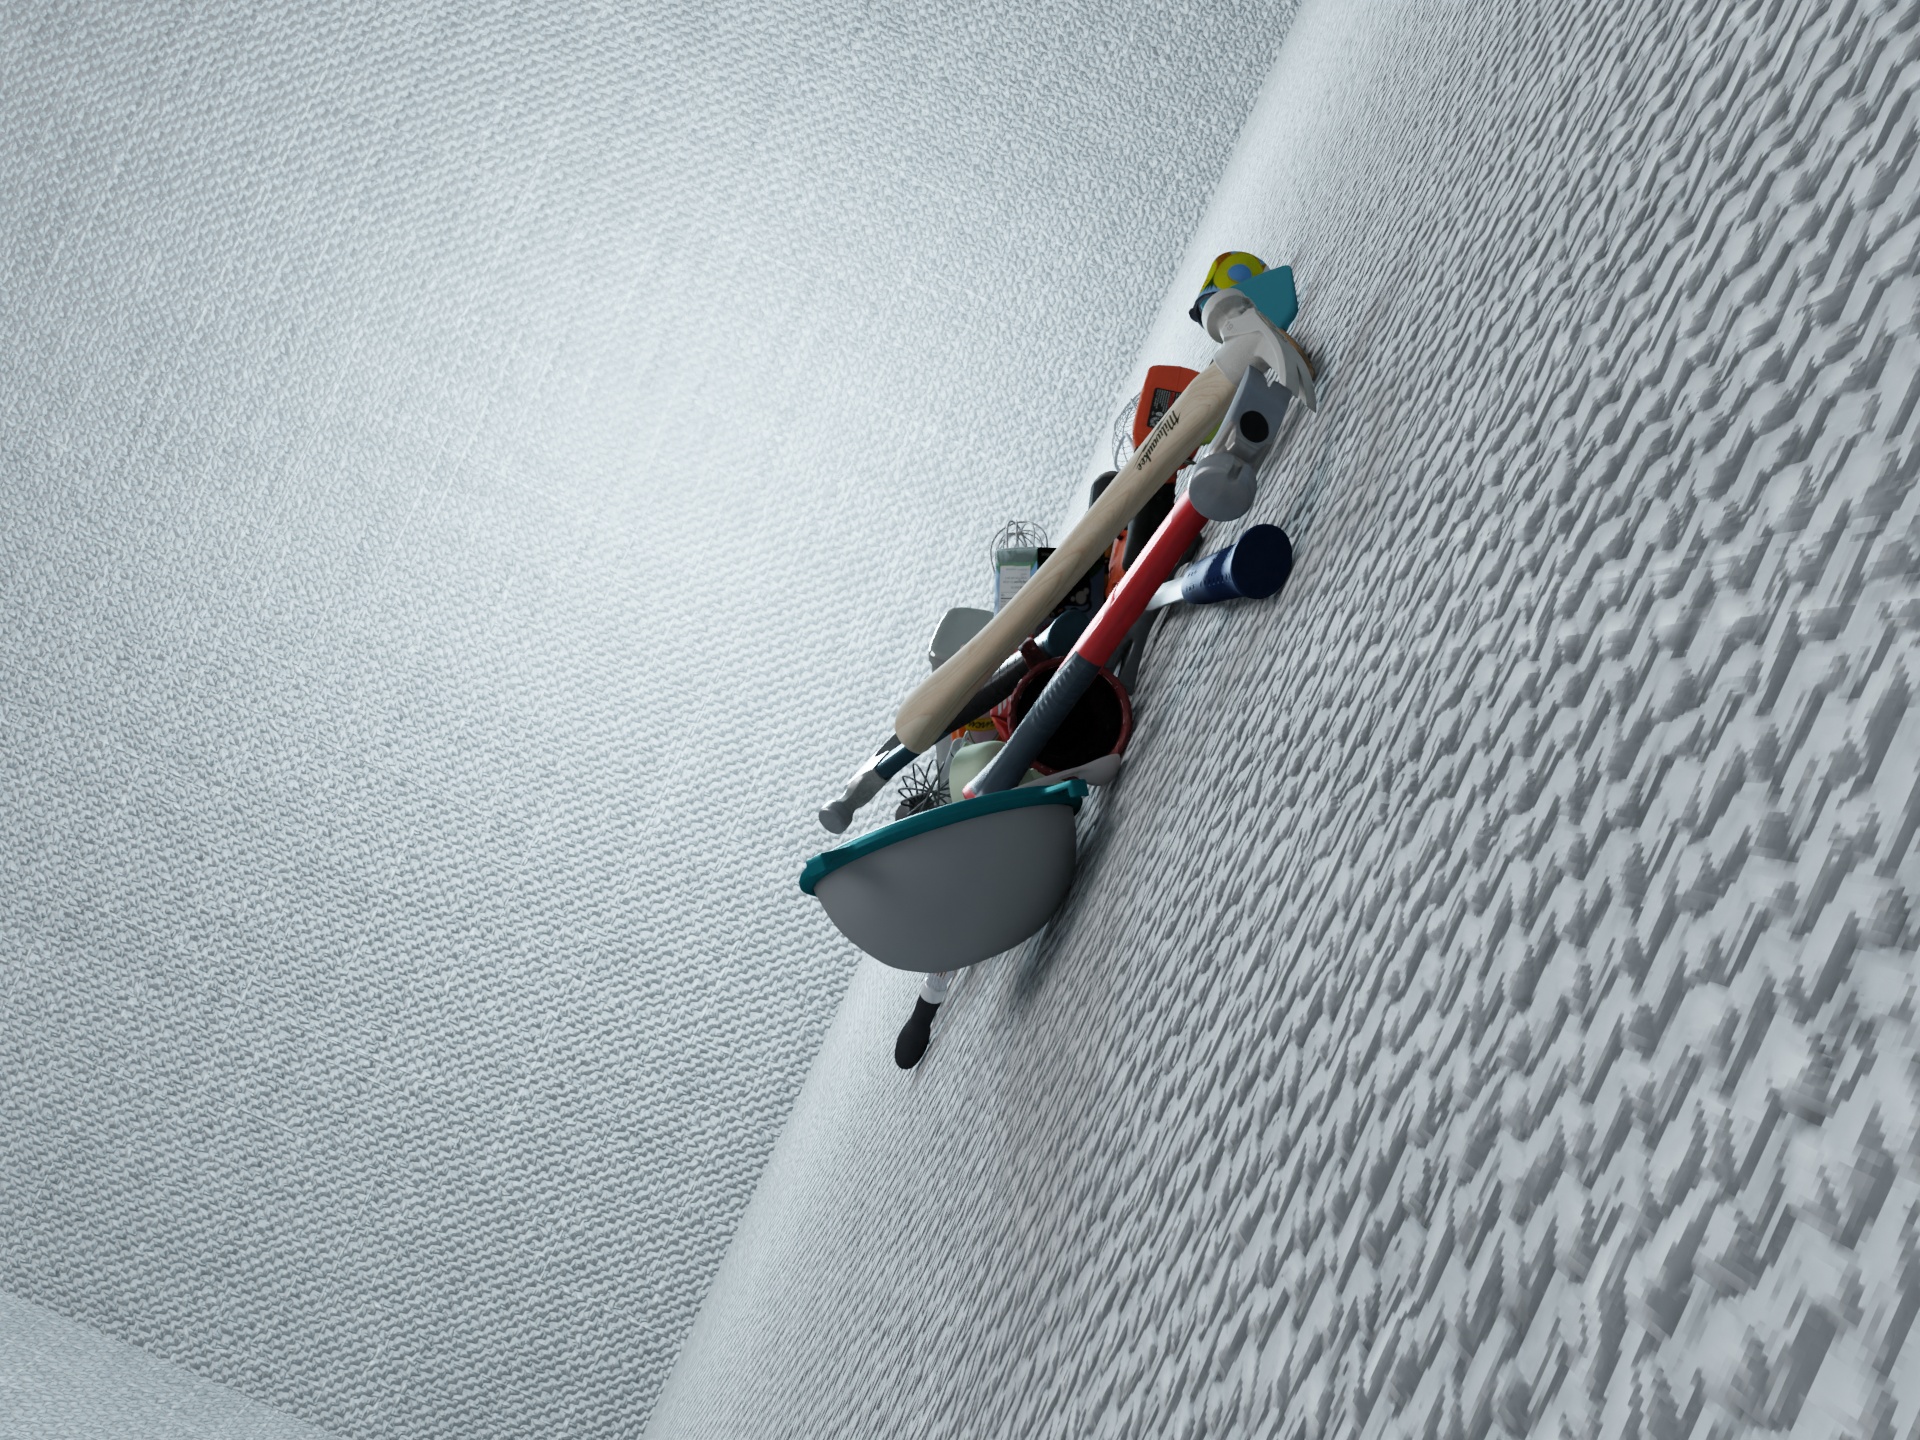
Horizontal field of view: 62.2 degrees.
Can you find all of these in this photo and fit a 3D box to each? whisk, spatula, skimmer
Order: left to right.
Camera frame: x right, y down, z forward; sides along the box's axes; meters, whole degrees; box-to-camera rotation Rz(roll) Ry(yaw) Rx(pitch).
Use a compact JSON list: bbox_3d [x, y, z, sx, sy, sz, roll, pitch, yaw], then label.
[{"bbox_3d":[-0.036,0.072,1.372,0.239,0.055,0.055,129,166,-77],"label":"whisk"},{"bbox_3d":[-0.016,0.228,1.474,0.070,0.070,0.284,-69,-1,-56],"label":"whisk"},{"bbox_3d":[0.052,-0.091,1.496,0.057,0.059,0.247,62,-154,-53],"label":"whisk"},{"bbox_3d":[0.209,-0.247,1.614,0.127,0.090,0.364,-54,18,29],"label":"skimmer"},{"bbox_3d":[0.243,-0.303,1.238,0.082,0.044,0.318,-21,19,12],"label":"spatula"}]

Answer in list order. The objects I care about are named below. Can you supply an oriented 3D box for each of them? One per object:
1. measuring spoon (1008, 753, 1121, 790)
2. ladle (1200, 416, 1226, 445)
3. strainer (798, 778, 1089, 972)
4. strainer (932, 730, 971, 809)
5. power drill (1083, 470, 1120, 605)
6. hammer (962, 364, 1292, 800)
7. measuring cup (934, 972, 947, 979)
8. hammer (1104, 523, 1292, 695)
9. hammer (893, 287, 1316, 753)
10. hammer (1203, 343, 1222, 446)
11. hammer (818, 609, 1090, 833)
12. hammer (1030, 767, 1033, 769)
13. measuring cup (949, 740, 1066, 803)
[{"bbox_3d":[0.068,0.048,1.128,0.124,0.018,0.034,-16,-14,-36],"label":"measuring spoon"},{"bbox_3d":[0.122,-0.143,1.260,0.078,0.062,0.320,-14,-26,-47],"label":"ladle"},{"bbox_3d":[-0.004,0.143,1.187,0.340,0.211,0.095,98,155,-73],"label":"strainer"},{"bbox_3d":[-0.022,0.081,1.490,0.087,0.050,0.258,-57,-7,-36],"label":"strainer"},{"bbox_3d":[0.112,-0.119,1.545,0.226,0.084,0.185,124,157,-60],"label":"power drill"},{"bbox_3d":[0.099,-0.064,1.065,0.386,0.038,0.143,-56,3,44],"label":"hammer"},{"bbox_3d":[-0.027,0.205,1.539,0.095,0.052,0.173,-17,-45,-43],"label":"measuring cup"},{"bbox_3d":[0.157,-0.087,1.089,0.405,0.035,0.144,-151,86,-87],"label":"hammer"},{"bbox_3d":[0.089,-0.119,1.150,0.410,0.038,0.146,-48,33,22],"label":"hammer"},{"bbox_3d":[0.235,-0.284,1.381,0.335,0.035,0.146,-72,8,-68],"label":"hammer"},{"bbox_3d":[-0.002,-0.004,1.368,0.331,0.033,0.128,-36,9,46],"label":"hammer"},{"bbox_3d":[0.007,0.088,1.425,0.331,0.031,0.130,-42,-7,-41],"label":"hammer"},{"bbox_3d":[0.054,0.049,1.273,0.038,0.083,0.167,-16,-5,36],"label":"measuring cup"}]
